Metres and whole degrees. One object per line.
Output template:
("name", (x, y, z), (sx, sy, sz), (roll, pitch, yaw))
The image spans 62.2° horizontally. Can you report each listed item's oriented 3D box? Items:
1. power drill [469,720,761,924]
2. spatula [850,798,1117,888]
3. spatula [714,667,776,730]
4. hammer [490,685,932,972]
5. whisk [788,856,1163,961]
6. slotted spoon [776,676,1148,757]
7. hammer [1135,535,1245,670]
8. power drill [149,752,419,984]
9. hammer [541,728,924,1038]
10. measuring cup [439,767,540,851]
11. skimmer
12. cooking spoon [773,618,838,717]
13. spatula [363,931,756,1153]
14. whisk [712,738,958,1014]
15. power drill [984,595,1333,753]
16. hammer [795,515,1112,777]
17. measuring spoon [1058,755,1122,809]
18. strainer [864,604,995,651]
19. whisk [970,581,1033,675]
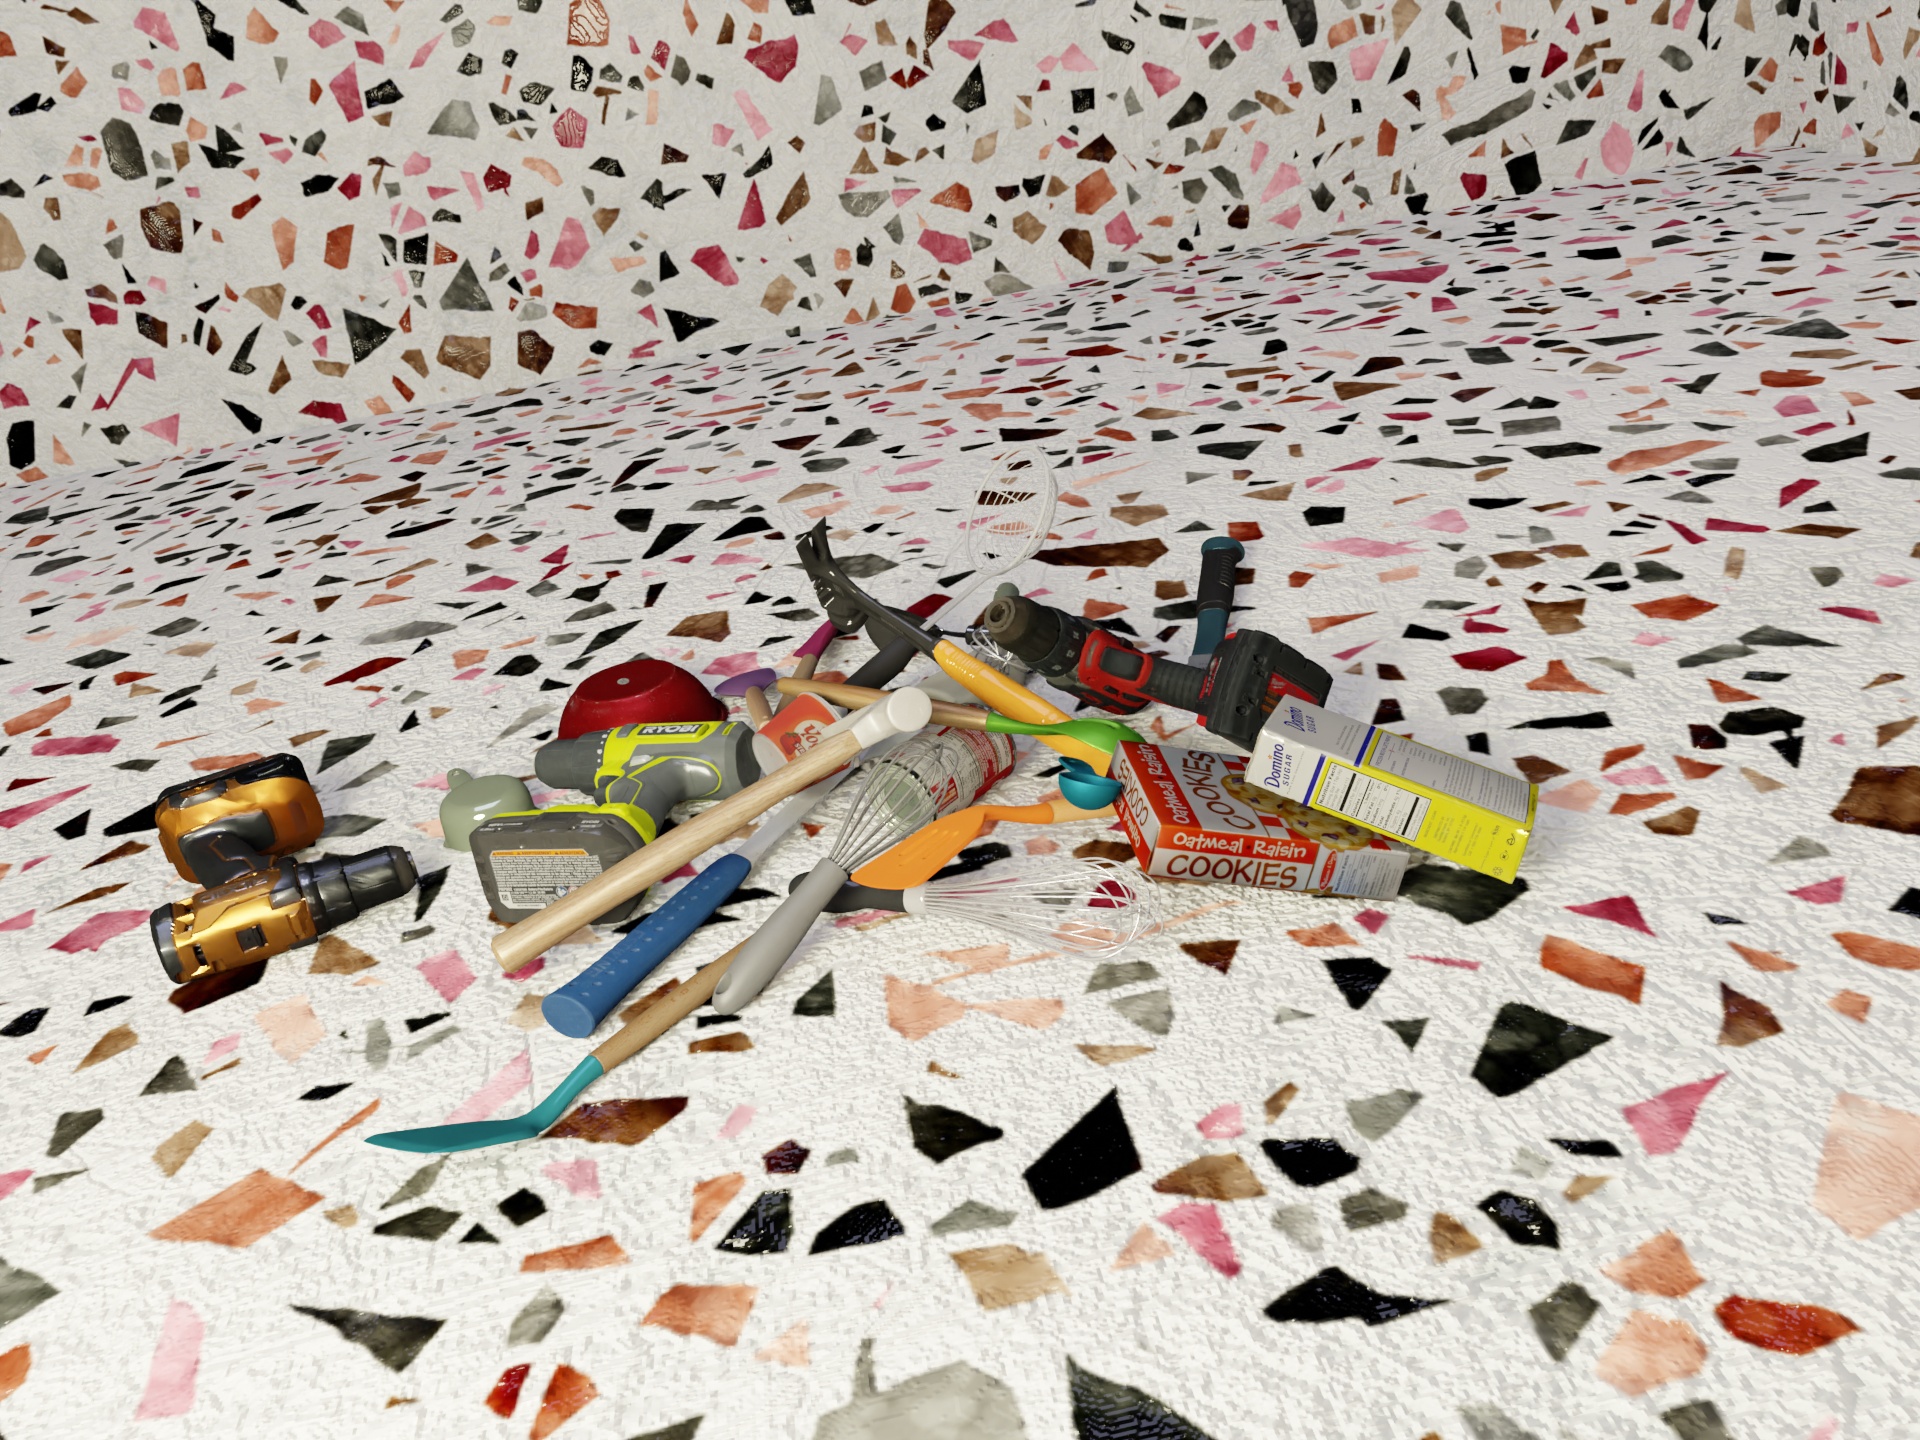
("power drill", (-0.280, 0.067, 1.235), (0.190, 0.080, 0.229), (-2, 23, 16))
("spatula", (0.079, 0.069, 1.079), (0.322, 0.041, 0.081), (-6, 3, -32))
("spatula", (-0.179, -0.018, 1.375), (0.060, 0.018, 0.316), (-17, 12, -8))
("hammer", (-0.170, 0.072, 1.093), (0.331, 0.031, 0.130), (-32, 4, -10))
("whisk", (0.002, 0.119, 1.047), (0.285, 0.070, 0.070), (0, 26, 32))
("slotted spoon", (-0.002, -0.004, 1.168), (0.314, 0.031, 0.070), (10, -1, 26))
("hammer", (0.230, -0.098, 1.438), (0.128, 0.033, 0.331), (-3, 26, 13))
("power drill", (-0.534, 0.106, 1.247), (0.185, 0.084, 0.226), (-19, 31, -20))
("hammer", (-0.153, 0.099, 1.164), (0.144, 0.035, 0.405), (4, 29, 29))
("measuring cup", (-0.412, 0.058, 1.343), (0.083, 0.038, 0.168), (-22, 29, -23))
("skimmer", (-0.026, -0.127, 1.414), (0.127, 0.090, 0.363), (-26, 14, 48))
("cooking spoon", (-0.140, -0.045, 1.440), (0.068, 0.017, 0.319), (-38, 13, 16))
("spatula", (-0.210, 0.189, 0.984), (0.082, 0.044, 0.317), (-8, 19, 44))
("whisk", (-0.082, 0.100, 1.051), (0.055, 0.055, 0.239), (17, 59, 45))
("power drill", (0.142, -0.039, 1.200), (0.227, 0.080, 0.187), (16, -6, 43))
("hammer", (0.008, -0.041, 1.229), (0.337, 0.127, 0.034), (34, 73, 26))
("measuring spoon", (0.080, 0.042, 1.079), (0.042, 0.021, 0.129), (9, 6, -4))
("strainer", (0.003, -0.078, 1.475), (0.258, 0.050, 0.086), (6, -15, 20))
("whisk", (0.039, -0.083, 1.371), (0.059, 0.057, 0.246), (25, 17, -5))
